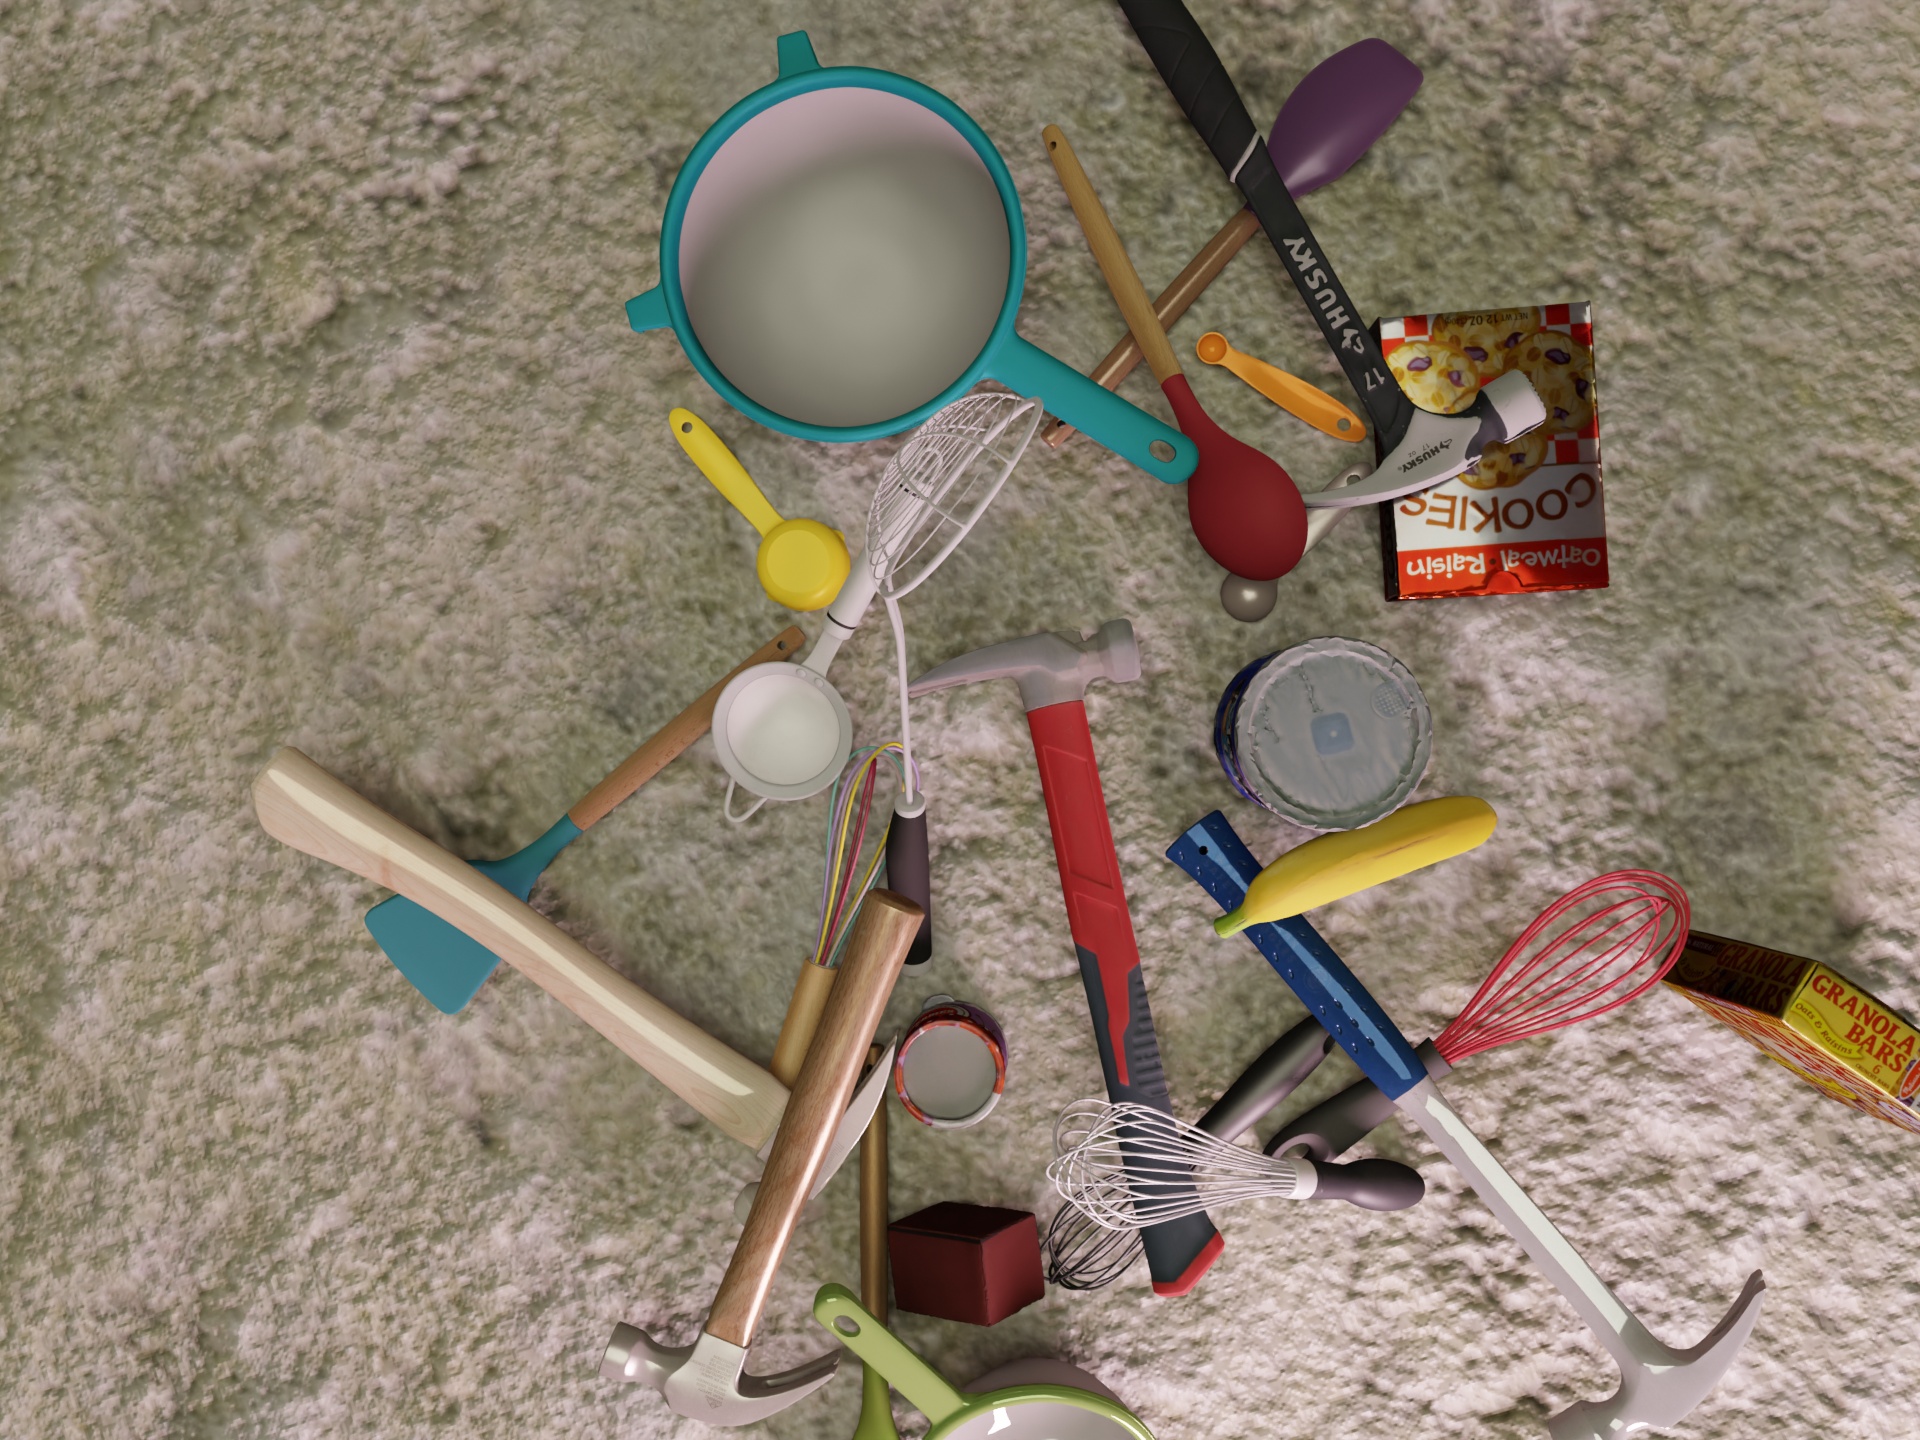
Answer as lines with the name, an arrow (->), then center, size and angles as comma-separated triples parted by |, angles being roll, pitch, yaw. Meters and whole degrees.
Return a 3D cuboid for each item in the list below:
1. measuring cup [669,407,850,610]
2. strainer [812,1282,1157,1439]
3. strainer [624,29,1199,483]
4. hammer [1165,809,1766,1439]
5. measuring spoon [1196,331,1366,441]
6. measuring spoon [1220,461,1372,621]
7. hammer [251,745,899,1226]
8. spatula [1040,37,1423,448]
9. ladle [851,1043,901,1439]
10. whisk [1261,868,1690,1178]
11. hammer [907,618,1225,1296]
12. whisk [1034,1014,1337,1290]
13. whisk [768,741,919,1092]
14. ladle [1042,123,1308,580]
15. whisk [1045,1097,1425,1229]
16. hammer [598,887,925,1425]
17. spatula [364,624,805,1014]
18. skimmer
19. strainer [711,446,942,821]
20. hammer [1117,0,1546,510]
measuring cup -> -0.130, -0.134, 0.979 | 0.062, 0.029, 0.156 | -41, 89, 3
strainer -> 0.009, 0.394, 0.927 | 0.151, 0.069, 0.256 | -40, 106, 15
strainer -> -0.010, -0.233, 0.941 | 0.340, 0.095, 0.211 | 32, 95, 2
hammer -> 0.267, 0.213, 0.901 | 0.144, 0.035, 0.406 | -44, 74, 15
measuring spoon -> 0.195, -0.201, 0.968 | 0.117, 0.011, 0.021 | 30, 91, 0
measuring spoon -> 0.206, -0.110, 0.960 | 0.034, 0.018, 0.124 | 43, 92, 3
hammer -> -0.233, 0.138, 0.944 | 0.410, 0.038, 0.146 | 35, 98, -2
spatula -> 0.157, -0.288, 0.965 | 0.060, 0.018, 0.316 | 42, 92, 10
ladle -> -0.055, 0.359, 0.962 | 0.078, 0.062, 0.320 | -1, 87, 13
whisk -> 0.299, 0.186, 0.937 | 0.296, 0.073, 0.073 | -37, 87, 9
hammer -> 0.071, 0.140, 0.934 | 0.143, 0.038, 0.386 | -12, 80, 5
whisk -> 0.138, 0.256, 0.953 | 0.239, 0.055, 0.055 | -42, 87, -1
whisk -> -0.081, 0.127, 0.971 | 0.051, 0.047, 0.245 | 19, 95, 3
ladle -> 0.116, -0.223, 0.937 | 0.069, 0.031, 0.315 | -34, 72, 37
whisk -> 0.162, 0.253, 0.880 | 0.284, 0.070, 0.070 | 15, 91, -33
hammer -> -0.093, 0.254, 0.918 | 0.130, 0.031, 0.331 | 22, 97, 0
spatula -> -0.219, 0.048, 0.980 | 0.317, 0.044, 0.082 | -41, 92, 2
skimmer -> -0.001, -0.003, 0.881 | 0.090, 0.127, 0.363 | 2, 121, 5
strainer -> -0.074, -0.050, 0.944 | 0.087, 0.050, 0.258 | 30, 111, -2
hammer -> 0.172, -0.310, 0.933 | 0.149, 0.036, 0.409 | -30, 80, 13
